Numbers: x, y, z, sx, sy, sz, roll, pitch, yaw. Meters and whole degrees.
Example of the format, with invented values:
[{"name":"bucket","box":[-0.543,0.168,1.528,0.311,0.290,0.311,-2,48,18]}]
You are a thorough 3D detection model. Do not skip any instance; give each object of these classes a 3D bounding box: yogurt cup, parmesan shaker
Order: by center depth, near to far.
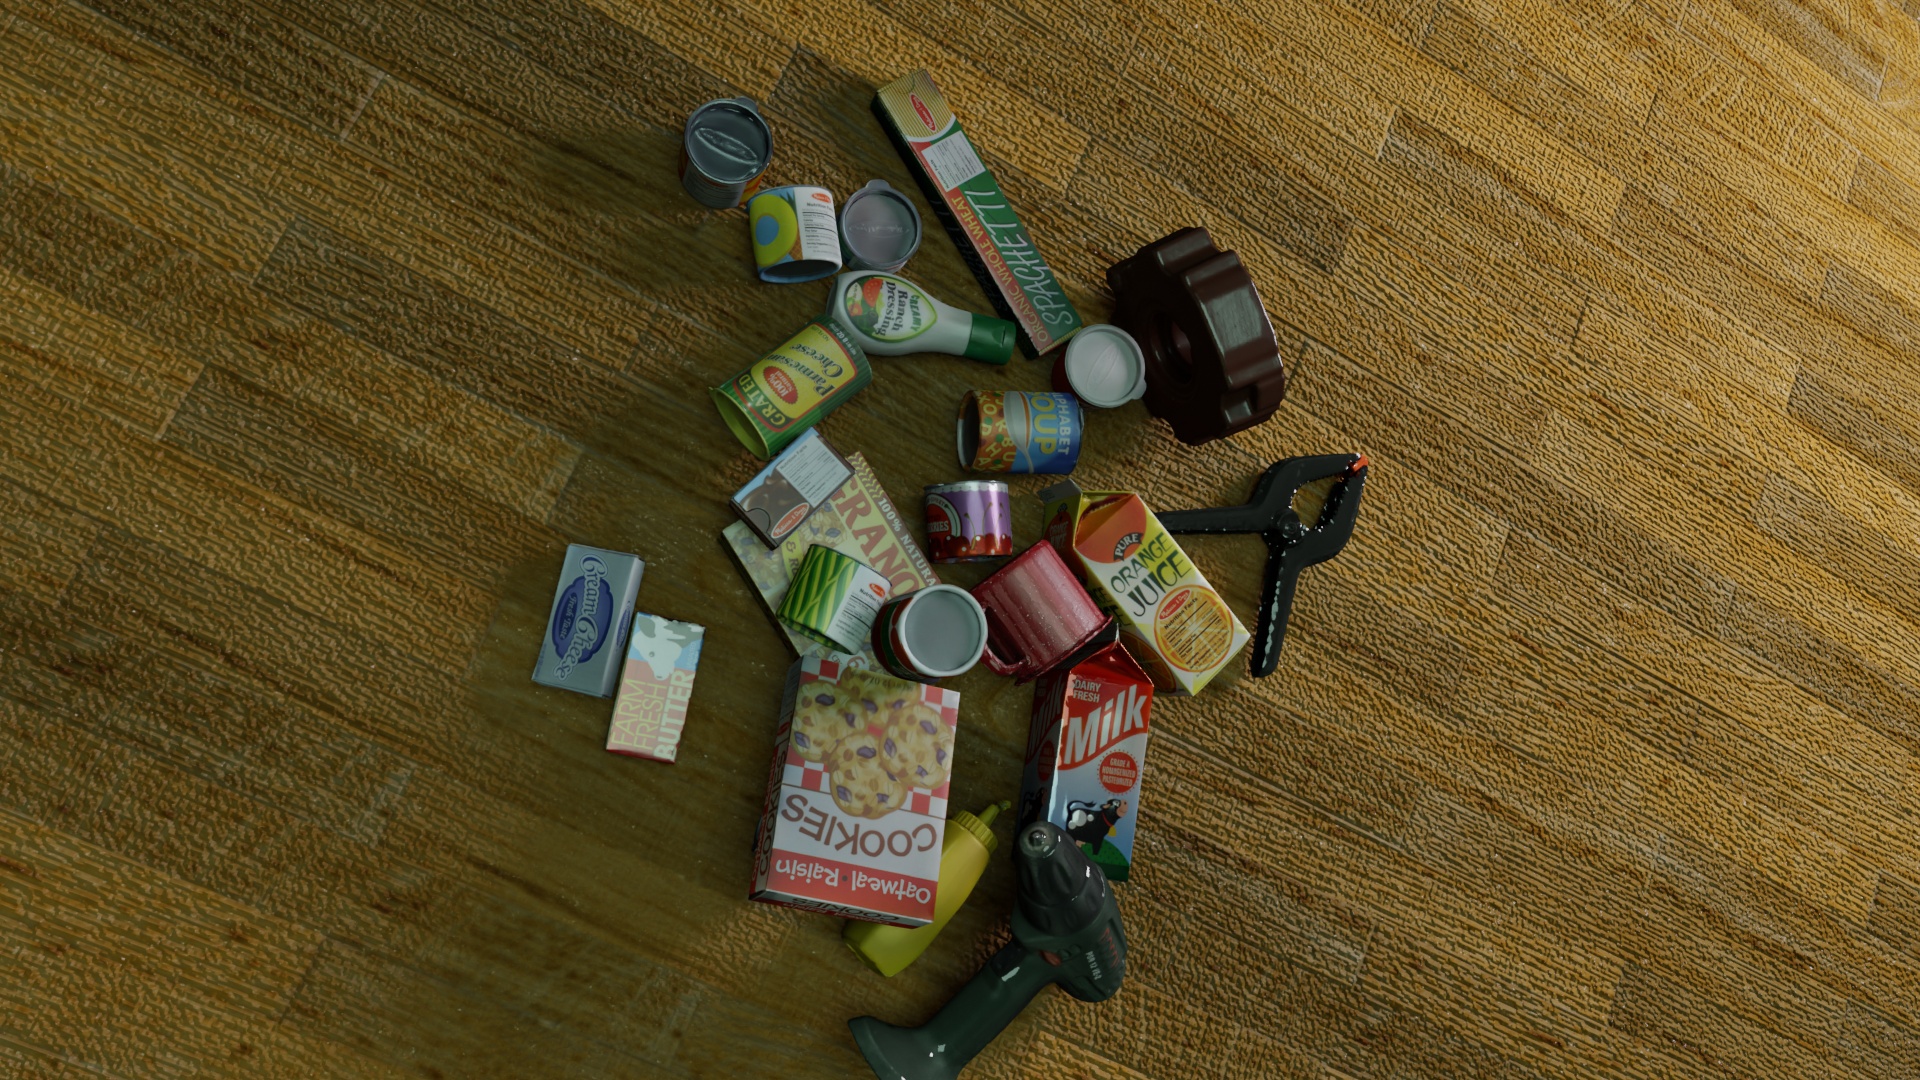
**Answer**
[{"name":"parmesan shaker","box":[-0.127,-0.118,1.046,0.103,0.071,0.071,-40,95,-18]},{"name":"yogurt cup","box":[0.108,-0.136,1.127,0.072,0.054,0.072,2,82,-17]}]

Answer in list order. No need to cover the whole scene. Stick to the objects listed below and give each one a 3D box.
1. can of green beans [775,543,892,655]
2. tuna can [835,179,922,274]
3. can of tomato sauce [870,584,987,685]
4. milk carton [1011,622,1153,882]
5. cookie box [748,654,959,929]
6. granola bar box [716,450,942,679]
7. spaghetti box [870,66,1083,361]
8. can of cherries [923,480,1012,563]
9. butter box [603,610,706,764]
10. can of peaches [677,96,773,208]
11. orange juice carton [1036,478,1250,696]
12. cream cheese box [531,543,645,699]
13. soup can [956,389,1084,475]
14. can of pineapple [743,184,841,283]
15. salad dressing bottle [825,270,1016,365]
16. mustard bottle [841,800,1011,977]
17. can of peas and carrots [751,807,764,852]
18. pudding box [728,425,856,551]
[{"name":"can of green beans","box":[-0.091,0.043,0.993,0.071,0.071,0.058,29,77,-12]},{"name":"tuna can","box":[-0.067,-0.246,1.098,0.071,0.032,0.071,2,82,-17]},{"name":"can of tomato sauce","box":[-0.023,0.069,1.000,0.071,0.083,0.071,2,82,-16]},{"name":"milk carton","box":[0.097,0.160,1.074,0.073,0.072,0.191,12,79,-15]},{"name":"cookie box","box":[-0.072,0.177,0.973,0.123,0.040,0.168,16,63,-19]},{"name":"granola bar box","box":[-0.087,0.034,1.051,0.124,0.039,0.165,-32,93,-18]},{"name":"spaghetti box","box":[0.014,-0.263,1.128,0.050,0.028,0.250,-33,93,-18]},{"name":"can of cherries","box":[0.004,-0.013,1.071,0.071,0.071,0.058,-2,85,-17]},{"name":"butter box","box":[-0.222,0.107,1.008,0.053,0.024,0.103,13,79,-15]},{"name":"can of peaches","box":[-0.179,-0.295,1.057,0.071,0.058,0.071,2,82,-16]},{"name":"orange juice carton","box":[0.134,0.029,1.103,0.073,0.071,0.192,-42,96,-18]},{"name":"cream cheese box","box":[-0.265,0.057,0.992,0.053,0.024,0.104,11,79,7]},{"name":"soup can","box":[0.047,-0.086,1.092,0.084,0.071,0.071,0,83,-17]},{"name":"can of pineapple","box":[-0.128,-0.233,1.062,0.071,0.071,0.058,-7,85,-18]},{"name":"salad dressing bottle","box":[-0.031,-0.171,1.094,0.148,0.044,0.064,11,79,-16]},{"name":"mustard bottle","box":[-0.019,0.250,1.034,0.161,0.065,0.048,-46,103,-23]},{"name":"can of peas and carrots","box":[-0.110,0.205,1.007,0.059,0.071,0.071,29,76,-13]},{"name":"pudding box","box":[-0.123,-0.038,1.013,0.049,0.030,0.084,46,72,-4]}]
